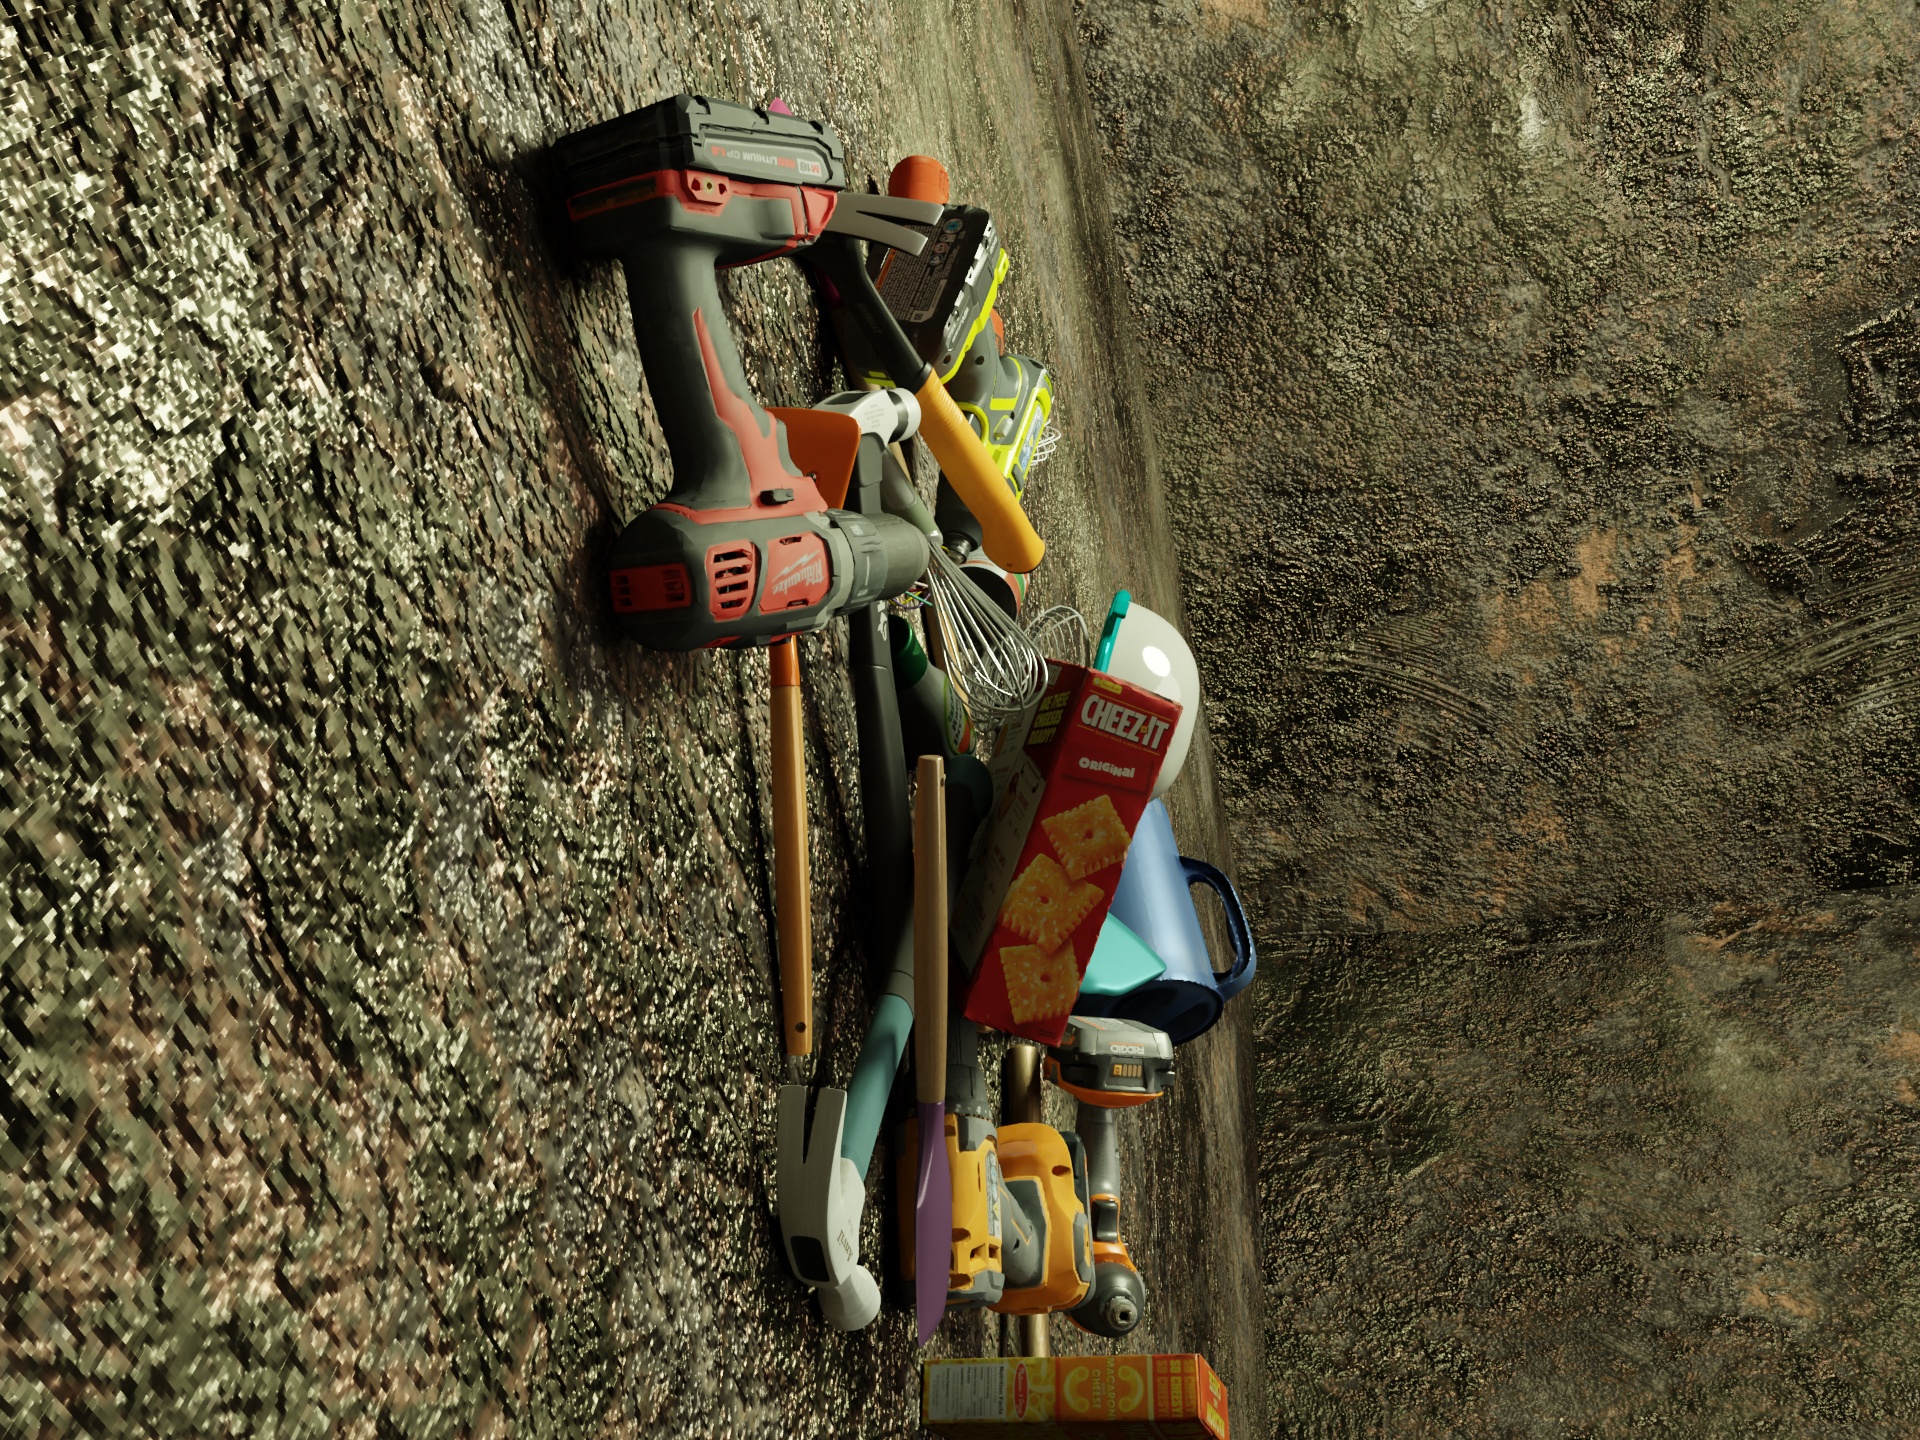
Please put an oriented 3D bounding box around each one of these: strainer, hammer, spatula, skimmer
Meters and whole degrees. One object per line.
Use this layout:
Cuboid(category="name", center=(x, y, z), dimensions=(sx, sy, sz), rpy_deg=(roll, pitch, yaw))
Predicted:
Cuboid(category="strainer", center=(0.148, 0.058, 1.419), dimensions=(0.211, 0.095, 0.340), rpy_deg=(-17, 118, -81))
Cuboid(category="hammer", center=(-0.032, 0.148, 0.870), dimensions=(0.331, 0.033, 0.128), rpy_deg=(-71, 155, -44))
Cuboid(category="spatula", center=(0.084, 0.214, 1.306), dimensions=(0.082, 0.044, 0.317), rpy_deg=(41, 16, 18))
Cuboid(category="hammer", center=(0.052, 0.396, 1.159), dimensions=(0.129, 0.031, 0.332), rpy_deg=(83, 5, -53))
Cuboid(category="spatula", center=(-0.086, 0.007, 0.800), dimensions=(0.041, 0.081, 0.322), rpy_deg=(170, -82, -71))
Cuboid(category="spatula", center=(-0.015, 0.174, 0.840), dimensions=(0.060, 0.018, 0.316), rpy_deg=(-25, 117, -70))
Cuboid(category="hammer", center=(-0.051, -0.018, 0.915), dimensions=(0.146, 0.035, 0.334), rpy_deg=(-38, 126, -64))
Cuboid(category="hammer", center=(-0.011, -0.191, 0.974), dimensions=(0.034, 0.127, 0.336), rpy_deg=(-66, 148, -19))
Cuboid(category="skimmer", center=(0.111, -0.001, 1.519), dimensions=(0.363, 0.090, 0.127), rpy_deg=(48, 41, -68))

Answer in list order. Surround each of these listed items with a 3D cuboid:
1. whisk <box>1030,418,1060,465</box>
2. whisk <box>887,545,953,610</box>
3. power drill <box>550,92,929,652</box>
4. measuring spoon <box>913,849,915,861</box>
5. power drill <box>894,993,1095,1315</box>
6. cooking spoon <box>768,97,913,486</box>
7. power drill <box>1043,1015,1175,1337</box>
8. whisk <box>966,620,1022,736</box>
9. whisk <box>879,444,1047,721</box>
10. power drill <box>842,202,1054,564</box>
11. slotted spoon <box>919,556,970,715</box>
Cuboid(category="whisk", center=(0.031, -0.236, 1.413), dimensions=(0.285, 0.070, 0.070), rpy_deg=(-54, 135, -63))
Cuboid(category="whisk", center=(-0.054, -0.091, 1.007), dimensions=(0.051, 0.047, 0.245), rpy_deg=(71, 18, 2))
Cuboid(category="power drill", center=(-0.088, -0.148, 0.718), dimensions=(0.188, 0.080, 0.226), rpy_deg=(-16, 101, -54))
Cuboid(category="measuring spoon", center=(-0.038, 0.095, 1.033), dimensions=(0.117, 0.011, 0.021), rpy_deg=(-14, 97, -73))
Cuboid(category="power drill", center=(0.018, 0.285, 1.019), dimensions=(0.226, 0.084, 0.185), rpy_deg=(49, 34, -59))
Cuboid(category="cooking spoon", center=(-0.074, -0.253, 1.052), dimensions=(0.069, 0.017, 0.318), rpy_deg=(-77, 155, -44))
Cuboid(category="power drill", center=(0.109, 0.346, 1.205), dimensions=(0.164, 0.084, 0.226), rpy_deg=(152, -57, -80))
Cuboid(category="whisk", center=(0.033, -0.064, 1.339), dimensions=(0.239, 0.055, 0.055), rpy_deg=(-85, 162, -56))
Cuboid(category="whisk", center=(-0.018, -0.102, 0.978), dimensions=(0.246, 0.058, 0.059), rpy_deg=(60, -14, 22))
Cuboid(category="power drill", center=(-0.001, -0.229, 1.106), dimensions=(0.223, 0.080, 0.171), rpy_deg=(61, 43, -57))
Cuboid(category="slotted spoon", center=(-0.002, -0.004, 1.198), dimensions=(0.070, 0.031, 0.313), rpy_deg=(-44, 124, -73))
